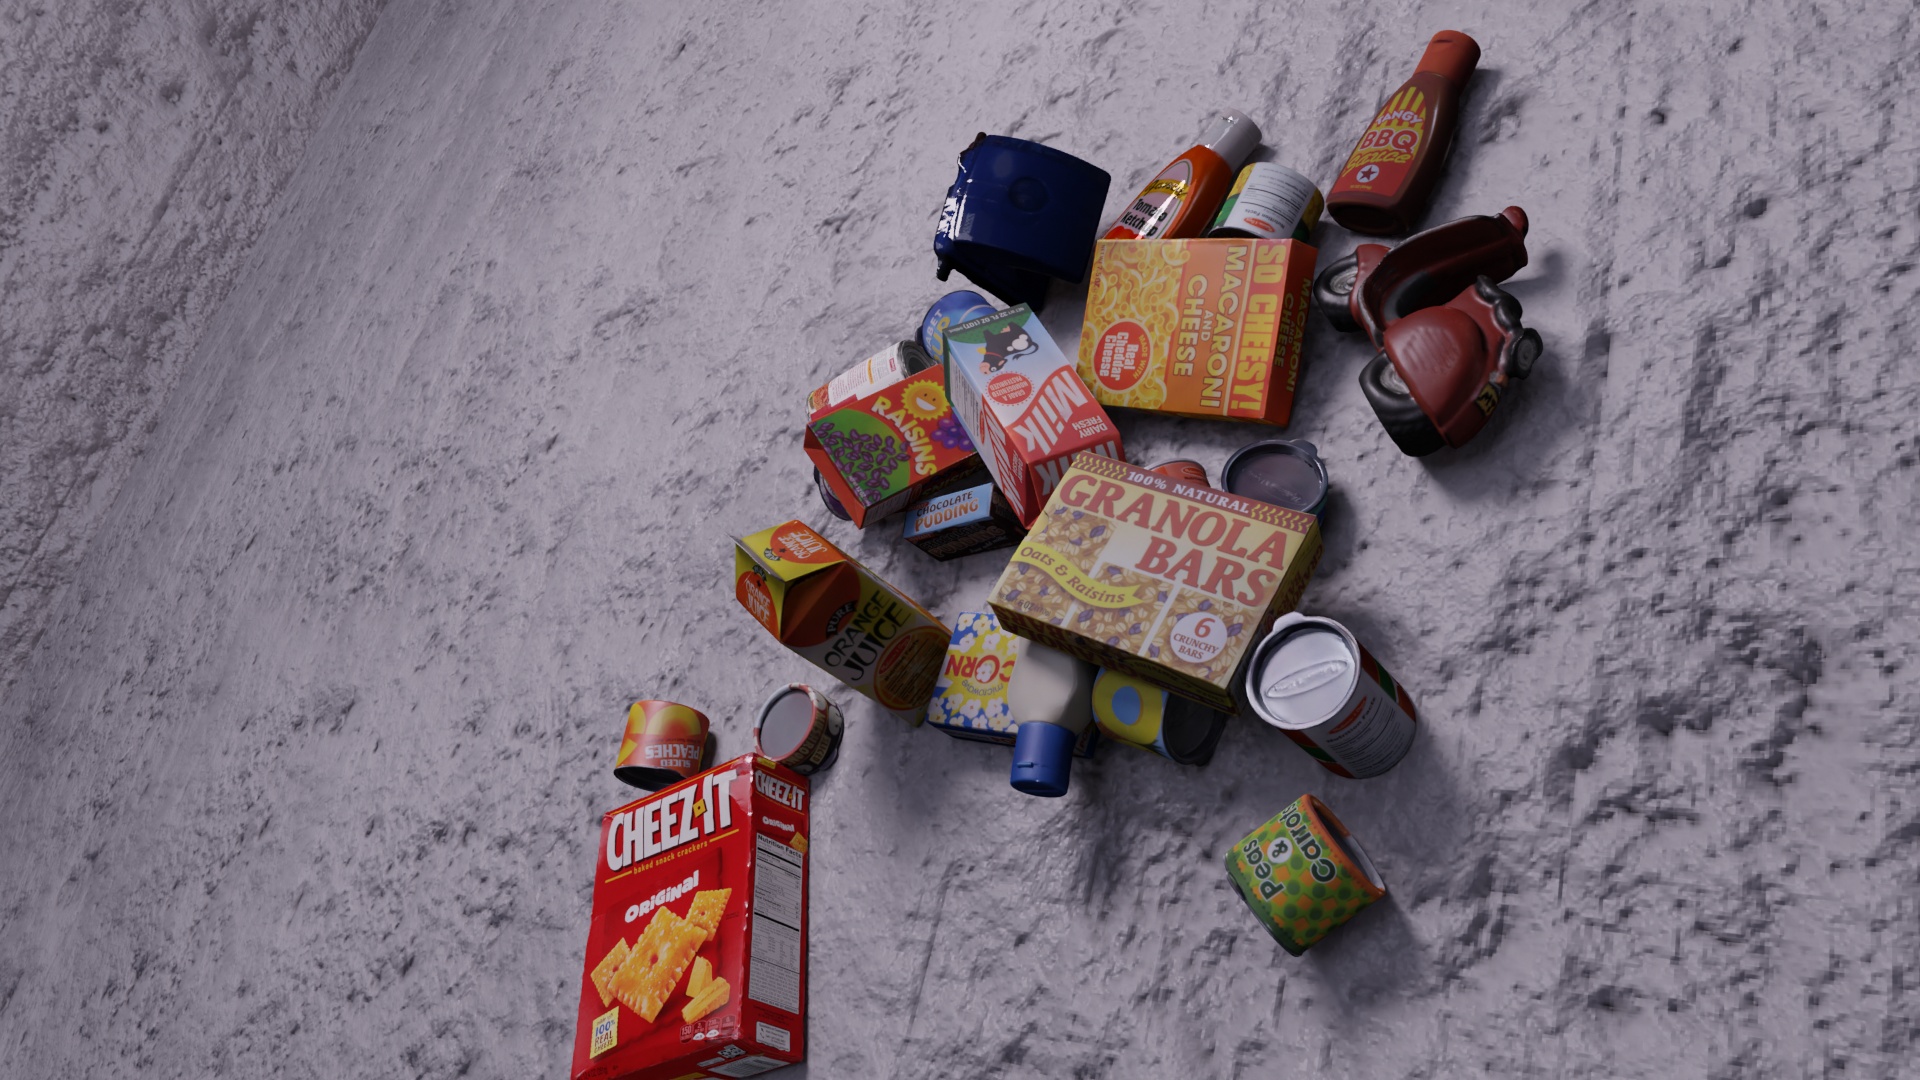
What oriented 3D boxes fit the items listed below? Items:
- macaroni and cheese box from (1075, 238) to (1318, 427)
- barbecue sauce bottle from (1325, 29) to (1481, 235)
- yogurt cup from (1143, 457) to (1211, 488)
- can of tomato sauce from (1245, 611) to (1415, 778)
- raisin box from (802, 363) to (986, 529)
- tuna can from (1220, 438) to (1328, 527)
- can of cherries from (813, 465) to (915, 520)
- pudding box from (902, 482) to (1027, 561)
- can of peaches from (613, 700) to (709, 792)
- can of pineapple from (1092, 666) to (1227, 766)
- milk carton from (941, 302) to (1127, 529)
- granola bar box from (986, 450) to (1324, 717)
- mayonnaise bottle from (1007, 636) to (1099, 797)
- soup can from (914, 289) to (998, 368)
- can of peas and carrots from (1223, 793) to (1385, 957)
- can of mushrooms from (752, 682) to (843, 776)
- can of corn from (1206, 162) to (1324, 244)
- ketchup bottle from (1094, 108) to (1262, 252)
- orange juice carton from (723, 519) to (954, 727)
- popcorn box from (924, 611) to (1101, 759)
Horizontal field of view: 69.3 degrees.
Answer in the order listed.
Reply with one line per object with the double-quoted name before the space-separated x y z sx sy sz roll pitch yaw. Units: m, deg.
"macaroni and cheese box" 0.162 -0.149 0.980 0.166 0.040 0.123 11 92 44
"barbecue sauce bottle" 0.313 -0.284 0.965 0.065 0.043 0.149 19 76 47
"yogurt cup" 0.142 -0.013 0.919 0.072 0.072 0.054 -36 53 17
"can of tomato sauce" 0.208 0.088 0.778 0.071 0.083 0.071 -22 51 29
"raisin box" -0.046 -0.074 1.070 0.124 0.040 0.086 -27 70 -24
"tuna can" 0.201 -0.031 0.884 0.071 0.032 0.071 -5 52 7
"can of cherries" -0.074 -0.052 1.124 0.058 0.071 0.072 -7 59 37
"pudding box" 0.004 -0.013 1.046 0.083 0.049 0.030 -13 57 34
"can of peaches" -0.240 0.167 1.123 0.071 0.071 0.058 -14 54 34
"can of pineapple" 0.123 0.100 0.856 0.058 0.071 0.071 13 72 46
"milk carton" 0.056 -0.078 0.999 0.072 0.073 0.191 -19 52 -14
"granola bar box" 0.116 0.021 0.839 0.166 0.039 0.124 19 64 32
"mayonnaise bottle" 0.061 0.087 0.880 0.064 0.041 0.148 -7 60 35
"soup can" 0.013 -0.154 1.118 0.071 0.071 0.084 -47 43 6
"can of peas and carrots" 0.184 0.178 0.747 0.058 0.071 0.071 -40 44 12
"can of mushrooms" -0.124 0.145 1.062 0.071 0.033 0.071 -22 50 29
"can of corn" 0.218 -0.227 0.995 0.071 0.071 0.058 17 74 46
"ketchup bottle" 0.172 -0.265 1.074 0.149 0.043 0.065 -50 45 1
"orange juice carton" -0.084 0.051 0.974 0.073 0.192 0.072 -53 42 -1
"popcorn box" 0.043 0.097 0.948 0.126 0.038 0.085 1 63 41
